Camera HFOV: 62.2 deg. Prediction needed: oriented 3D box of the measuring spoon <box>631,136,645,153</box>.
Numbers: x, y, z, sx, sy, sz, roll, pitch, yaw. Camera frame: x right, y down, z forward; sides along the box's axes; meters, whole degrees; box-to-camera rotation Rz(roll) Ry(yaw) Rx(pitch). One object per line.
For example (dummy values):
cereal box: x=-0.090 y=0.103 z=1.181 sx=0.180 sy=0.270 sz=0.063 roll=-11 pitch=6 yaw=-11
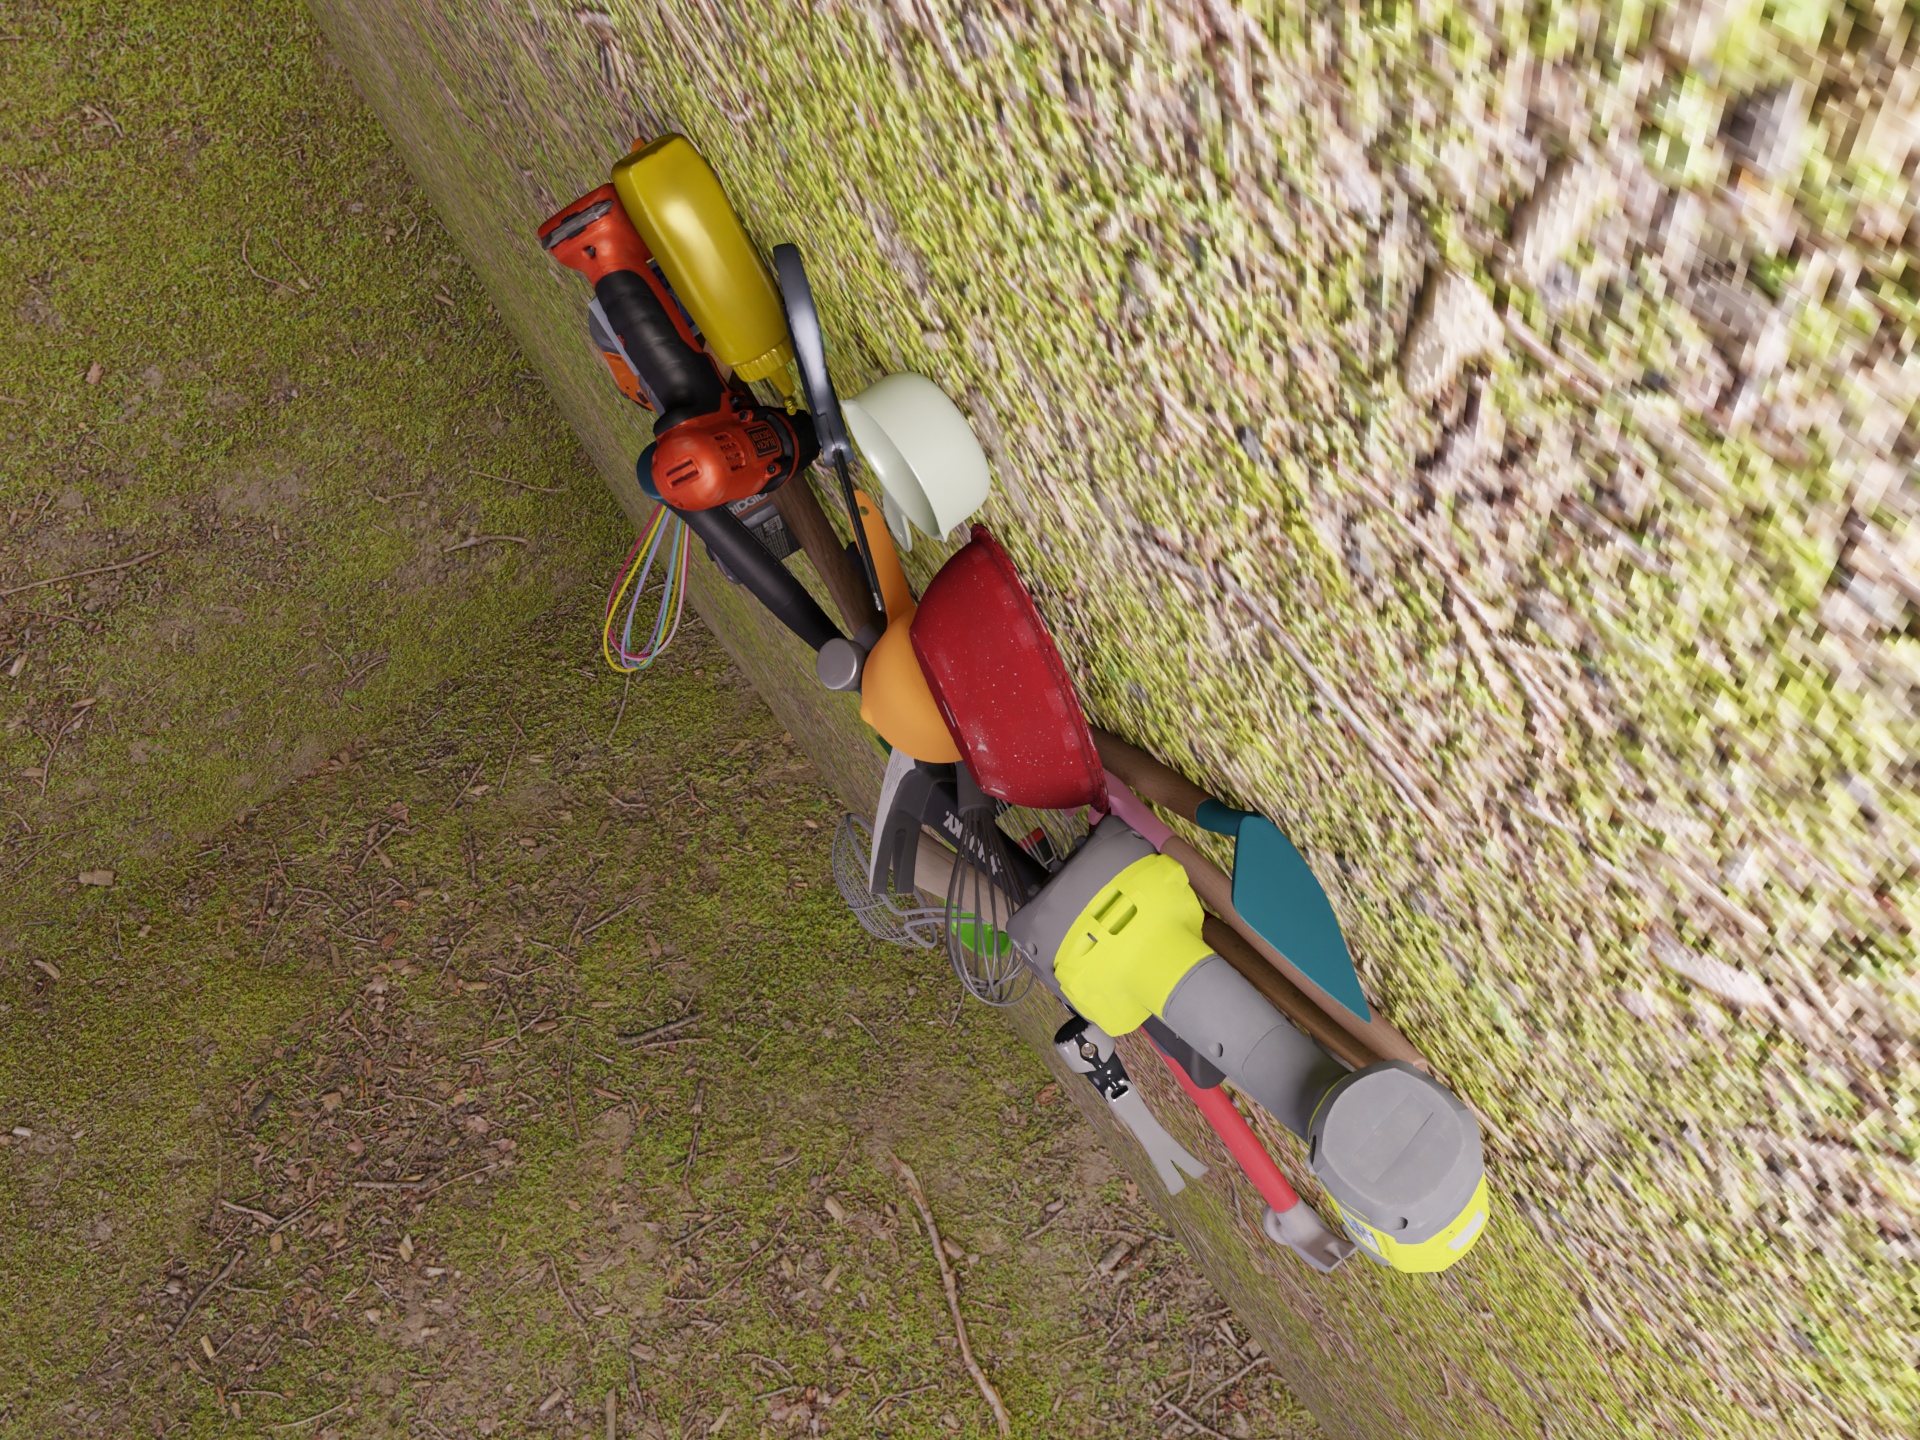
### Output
measuring spoon: x=-0.190 y=-0.323 z=0.986 sx=0.021 sy=0.011 sz=0.117 roll=53 pitch=172 yaw=8

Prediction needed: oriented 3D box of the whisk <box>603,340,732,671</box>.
whisk: x=-0.186 y=-0.144 z=1.036 sx=0.047 sy=0.245 sz=0.051 roll=12 pitch=-166 yaw=-26

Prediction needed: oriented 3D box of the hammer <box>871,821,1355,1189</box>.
hammer: x=0.077 y=0.145 z=0.989 sx=0.411 sy=0.038 sz=0.146 roll=28 pitch=154 yaw=42

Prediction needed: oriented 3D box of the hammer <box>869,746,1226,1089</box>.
hammer: x=0.046 y=0.108 z=0.943 sx=0.035 sy=0.146 sz=0.335 roll=5 pitch=-158 yaw=-37

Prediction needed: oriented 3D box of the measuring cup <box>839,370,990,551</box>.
measuring cup: x=-0.018 y=-0.117 z=0.775 sx=0.083 sy=0.038 sz=0.167 roll=53 pitch=174 yaw=7

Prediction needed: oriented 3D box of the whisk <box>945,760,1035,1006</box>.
whisk: x=0.013 y=0.053 z=0.930 sx=0.055 sy=0.055 sz=0.239 roll=70 pitch=-165 yaw=-62

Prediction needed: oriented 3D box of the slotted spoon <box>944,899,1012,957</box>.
slotted spoon: x=0.070 y=0.155 z=1.182 sx=0.314 sy=0.031 sz=0.070 roll=-4 pitch=107 yaw=64

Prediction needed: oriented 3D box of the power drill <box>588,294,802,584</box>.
power drill: x=-0.212 y=-0.226 z=1.280 sx=0.226 sy=0.084 sz=0.164 roll=57 pitch=173 yaw=10

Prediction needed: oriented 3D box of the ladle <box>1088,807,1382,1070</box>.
ladle: x=0.149 y=0.123 z=0.842 sx=0.316 sy=0.031 sz=0.069 roll=39 pitch=159 yaw=55

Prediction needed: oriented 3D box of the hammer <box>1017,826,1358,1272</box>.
hammer: x=0.163 y=0.245 z=1.206 sx=0.386 sy=0.038 sz=0.143 roll=54 pitch=170 yaw=3

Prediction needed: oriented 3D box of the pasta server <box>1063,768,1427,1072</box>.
pasta server: x=0.119 y=0.085 z=0.816 sx=0.060 sy=0.040 sz=0.317 roll=45 pitch=179 yaw=-43

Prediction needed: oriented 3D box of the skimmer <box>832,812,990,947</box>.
skimmer: x=0.025 y=0.122 z=1.182 sx=0.363 sy=0.090 sz=0.127 roll=-6 pitch=127 yaw=50

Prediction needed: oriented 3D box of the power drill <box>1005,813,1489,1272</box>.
power drill: x=0.138 y=0.157 z=0.722 sx=0.229 sy=0.080 sz=0.190 roll=39 pitch=171 yaw=31

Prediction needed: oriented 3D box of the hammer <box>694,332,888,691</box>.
hammer: x=-0.106 y=-0.143 z=1.044 sx=0.130 sy=0.031 sz=0.332 roll=8 pitch=-136 yaw=-54

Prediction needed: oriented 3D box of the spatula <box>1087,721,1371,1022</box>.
spatula: x=0.097 y=0.044 z=0.745 sx=0.082 sy=0.044 sz=0.318 roll=39 pitch=179 yaw=-22

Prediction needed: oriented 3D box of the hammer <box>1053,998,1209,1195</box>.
hammer: x=0.095 y=0.224 z=1.227 sx=0.149 sy=0.036 sz=0.409 roll=54 pitch=-179 yaw=-12

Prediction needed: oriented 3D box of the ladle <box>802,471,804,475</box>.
ladle: x=-0.090 y=-0.095 z=1.202 sx=0.078 sy=0.062 sz=0.319 roll=5 pitch=138 yaw=47

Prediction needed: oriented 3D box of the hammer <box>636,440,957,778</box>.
hammer: x=-0.097 y=-0.062 z=1.065 sx=0.330 sy=0.033 sz=0.128 roll=47 pitch=-162 yaw=-36

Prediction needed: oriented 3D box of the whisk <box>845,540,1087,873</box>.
whisk: x=-0.001 y=-0.004 z=1.082 sx=0.285 sy=0.070 sz=0.070 roll=59 pitch=172 yaw=8

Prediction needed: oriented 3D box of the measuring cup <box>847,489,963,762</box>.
measuring cup: x=-0.024 y=-0.063 z=0.910 sx=0.174 sy=0.095 sz=0.052 roll=68 pitch=159 yaw=9
